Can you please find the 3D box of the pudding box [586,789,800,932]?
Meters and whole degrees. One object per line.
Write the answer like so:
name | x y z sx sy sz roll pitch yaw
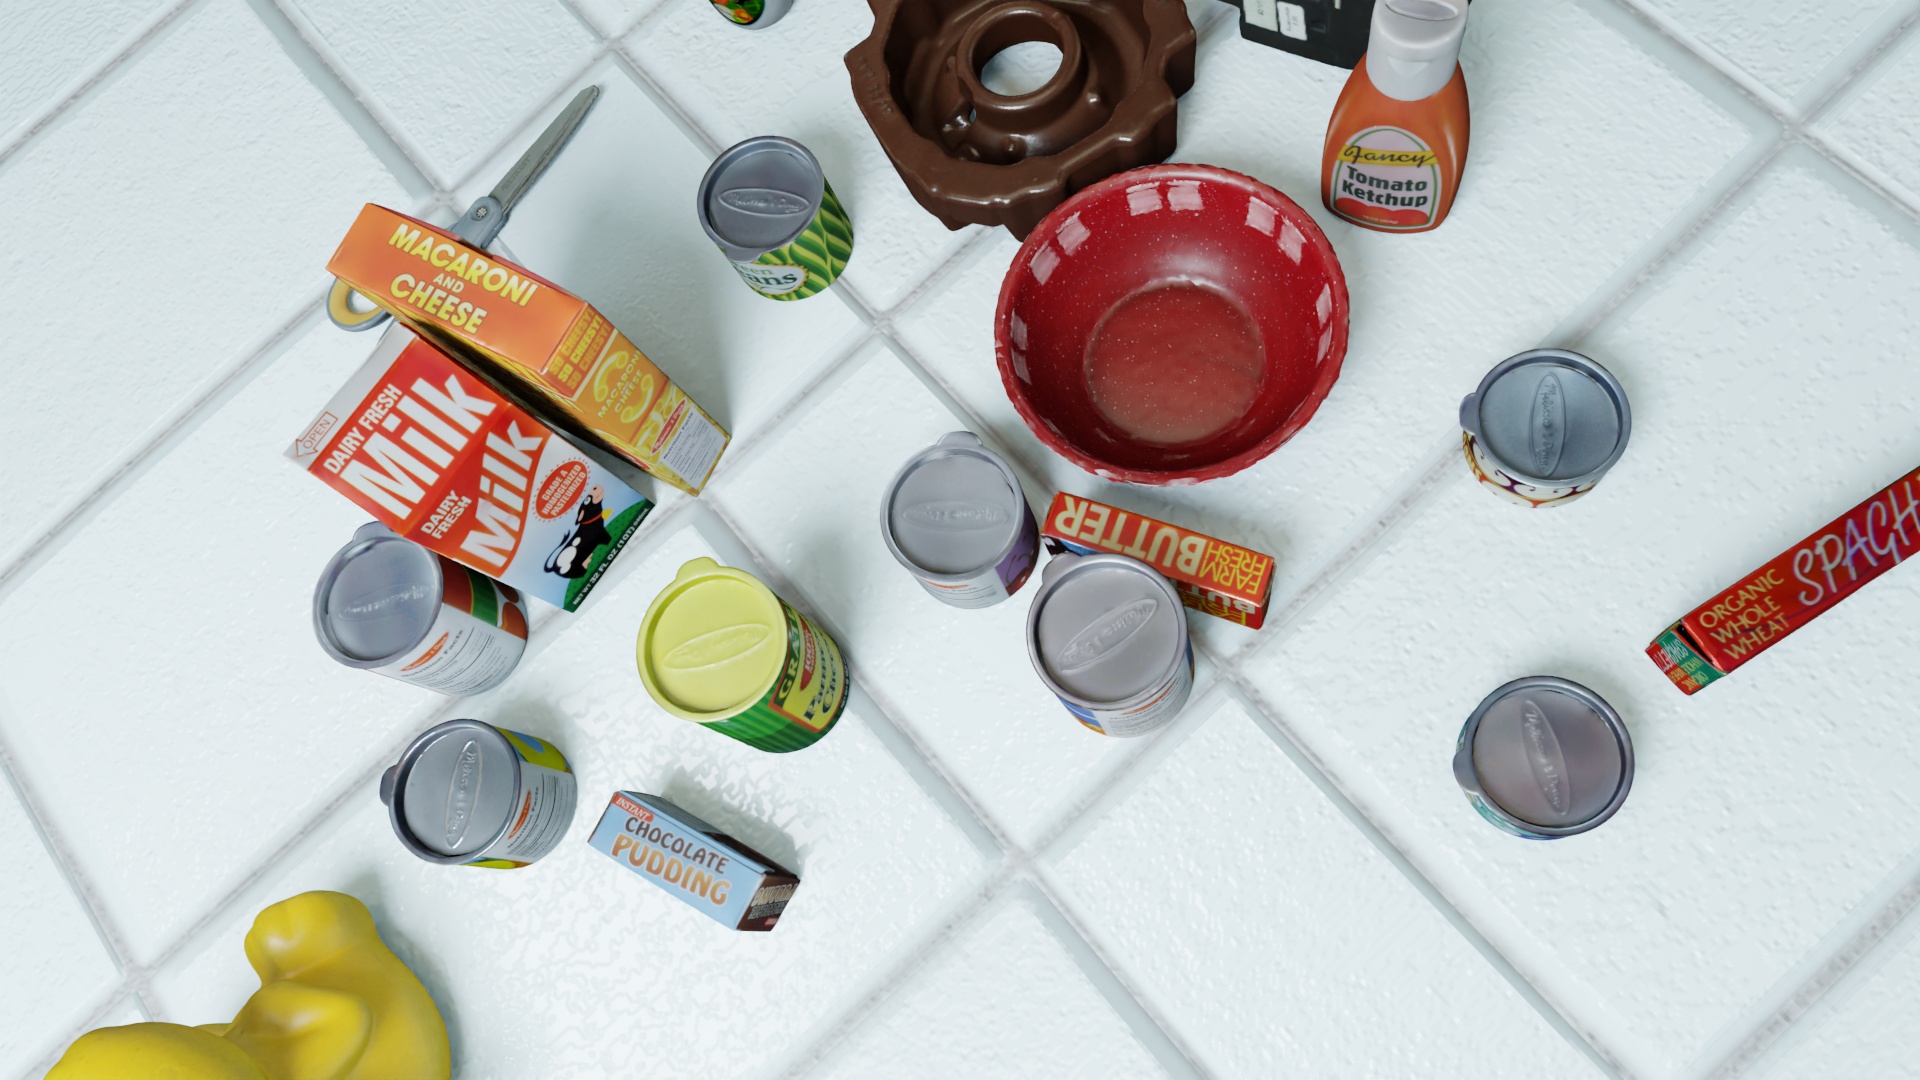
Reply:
pudding box | -0.120 0.145 0.631 0.084 0.049 0.030 25 80 17

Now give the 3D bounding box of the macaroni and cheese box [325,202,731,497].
macaroni and cheese box | -0.195 -0.086 0.654 0.124 0.166 0.040 26 81 17

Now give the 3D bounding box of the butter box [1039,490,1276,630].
butter box | 0.090 0.009 0.627 0.103 0.053 0.024 18 78 16

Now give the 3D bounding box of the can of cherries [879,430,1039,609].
can of cherries | 0.002 -0.008 0.648 0.071 0.058 0.071 -3 73 11

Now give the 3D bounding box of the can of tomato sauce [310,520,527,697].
can of tomato sauce | -0.260 0.036 0.675 0.071 0.083 0.071 -3 73 11

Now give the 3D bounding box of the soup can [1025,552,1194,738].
soup can | 0.066 0.046 0.605 0.071 0.083 0.071 -3 73 11

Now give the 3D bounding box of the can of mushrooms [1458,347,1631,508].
can of mushrooms | 0.258 -0.050 0.621 0.071 0.033 0.071 -3 73 11

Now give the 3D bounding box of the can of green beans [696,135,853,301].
can of green beans | -0.094 -0.164 0.715 0.071 0.057 0.071 -3 73 11

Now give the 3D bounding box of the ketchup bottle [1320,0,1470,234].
ketchup bottle | 0.196 -0.190 0.615 0.065 0.148 0.043 15 78 15

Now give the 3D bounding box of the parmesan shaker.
parmesan shaker | -0.094 0.054 0.625 0.071 0.103 0.071 -3 73 11

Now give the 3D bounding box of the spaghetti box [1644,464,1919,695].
spaghetti box | 0.400 -0.016 0.573 0.250 0.050 0.029 -33 70 0

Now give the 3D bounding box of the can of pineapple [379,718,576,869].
can of pineapple | -0.225 0.120 0.656 0.071 0.057 0.071 -3 73 11

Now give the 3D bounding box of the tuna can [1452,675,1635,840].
tuna can | 0.241 0.092 0.582 0.071 0.032 0.071 -3 73 11

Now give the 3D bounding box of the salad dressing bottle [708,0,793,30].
salad dressing bottle | -0.129 -0.329 0.725 0.064 0.147 0.044 27 81 18

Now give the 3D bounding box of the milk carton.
milk carton | -0.223 -0.034 0.631 0.073 0.190 0.072 34 83 19
